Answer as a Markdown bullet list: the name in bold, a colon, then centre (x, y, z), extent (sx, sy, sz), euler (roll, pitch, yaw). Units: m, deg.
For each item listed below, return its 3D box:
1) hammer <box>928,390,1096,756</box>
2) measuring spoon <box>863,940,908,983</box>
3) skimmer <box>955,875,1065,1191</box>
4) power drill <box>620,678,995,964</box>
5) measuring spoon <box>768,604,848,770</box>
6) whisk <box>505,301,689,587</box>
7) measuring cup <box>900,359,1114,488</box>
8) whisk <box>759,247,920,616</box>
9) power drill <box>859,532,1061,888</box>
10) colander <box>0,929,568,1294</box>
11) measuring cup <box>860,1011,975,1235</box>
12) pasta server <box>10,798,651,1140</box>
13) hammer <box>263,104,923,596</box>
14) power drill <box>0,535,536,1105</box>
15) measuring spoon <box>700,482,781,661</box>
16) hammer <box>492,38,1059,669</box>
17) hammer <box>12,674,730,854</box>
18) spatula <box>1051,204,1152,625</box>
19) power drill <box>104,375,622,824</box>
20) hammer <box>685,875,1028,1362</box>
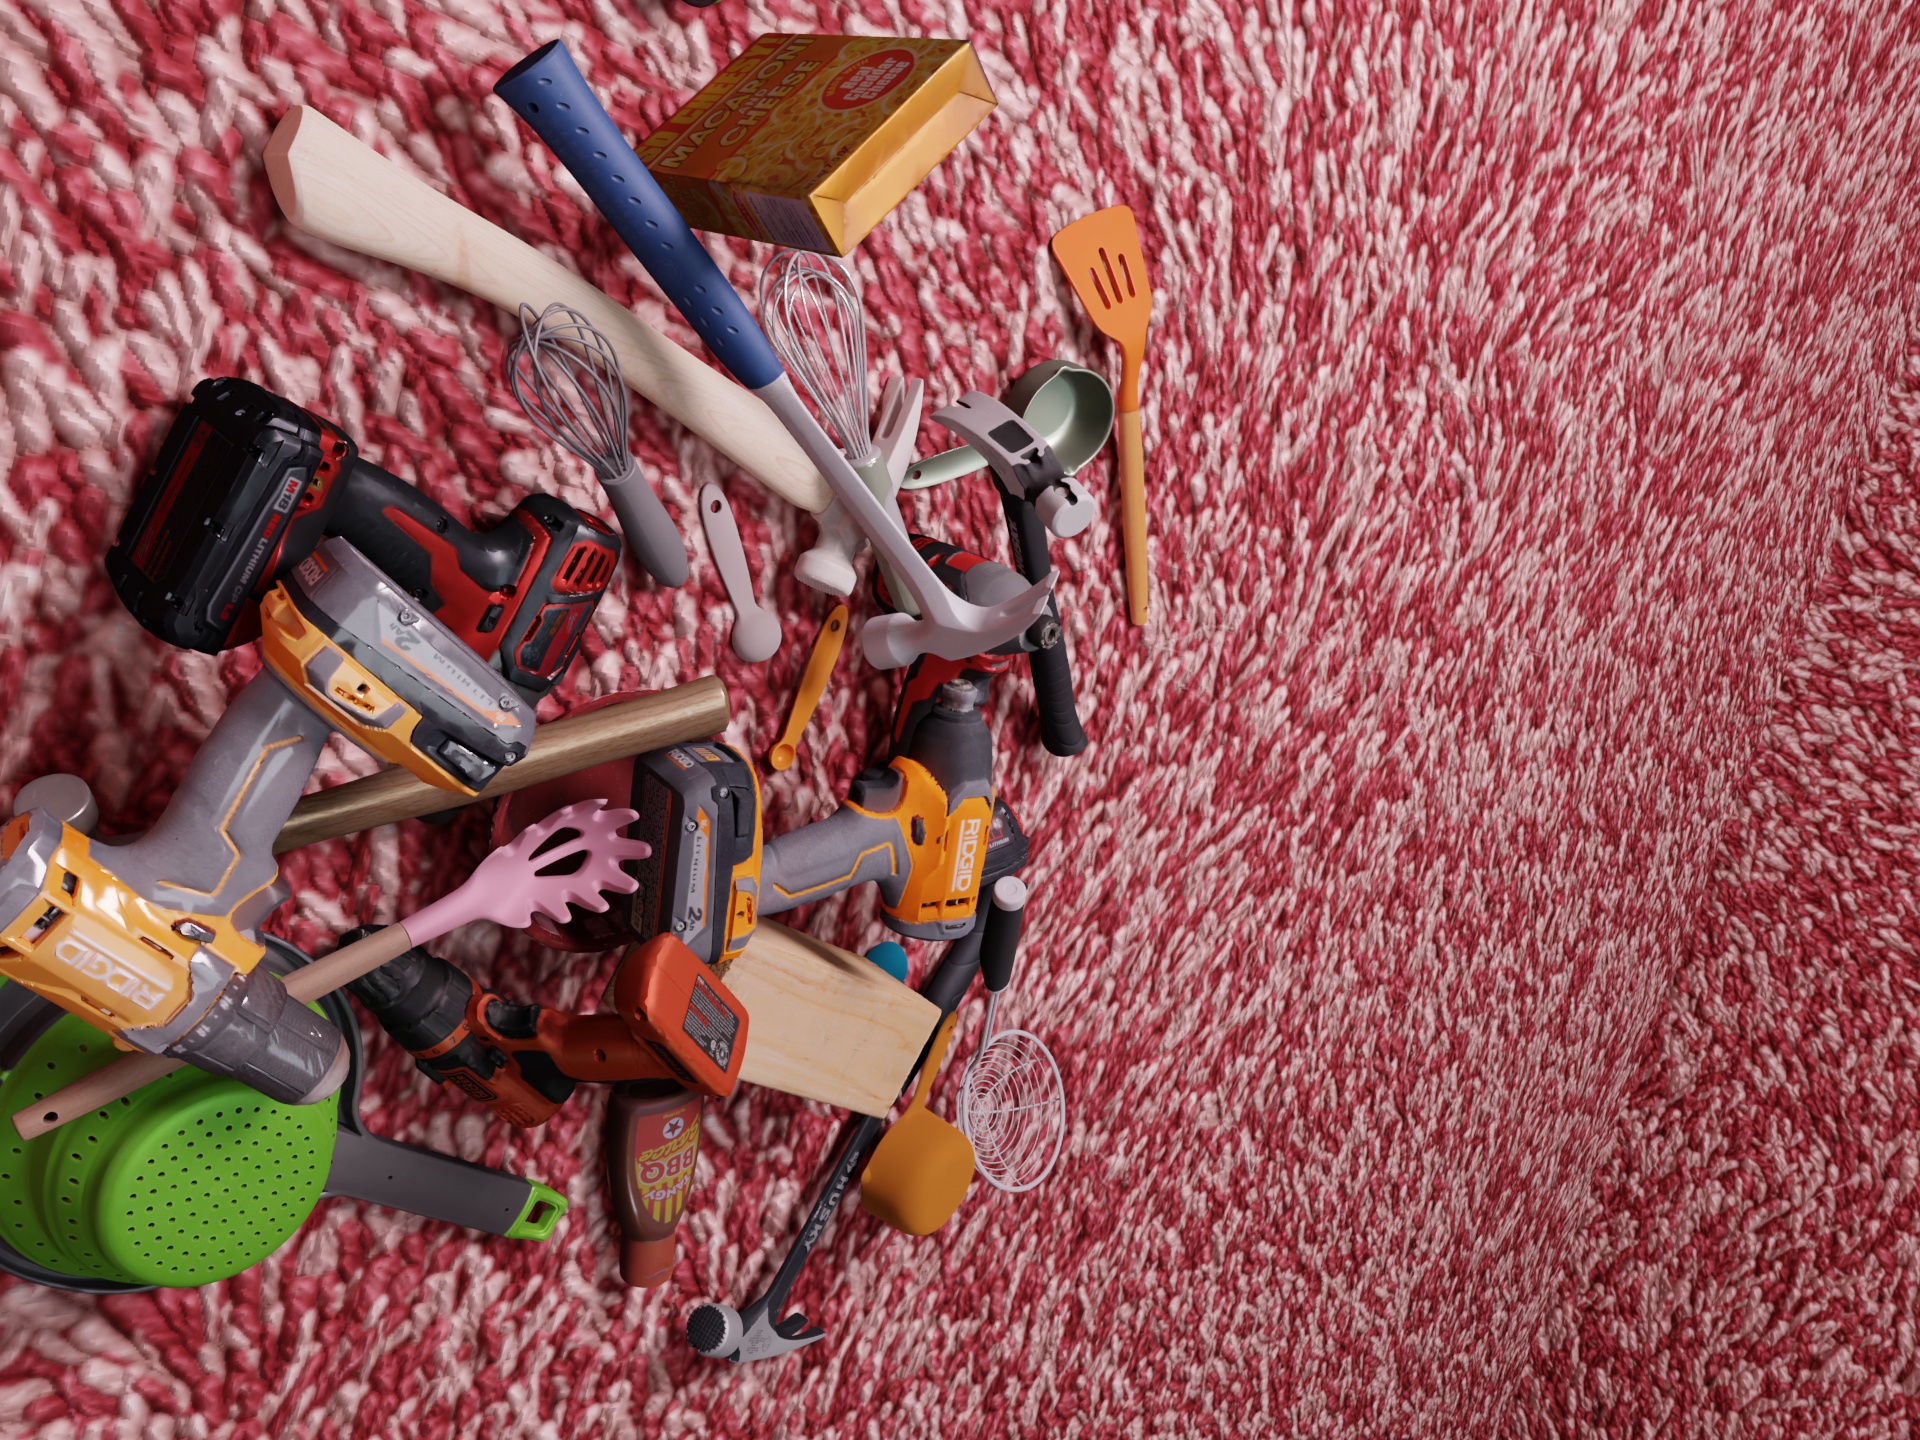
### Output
- **hammer**: centre (0.051, -0.081, 1.093), extent (0.035, 0.146, 0.334), euler (-31, 146, -11)
- **measuring spoon**: centre (-0.068, 0.227, 1.181), extent (0.042, 0.021, 0.128), euler (14, 98, -48)
- **skimmer**: centre (0.050, 0.234, 1.188), extent (0.363, 0.090, 0.127), euler (95, 18, -51)
- **power drill**: centre (-0.078, 0.057, 0.943), extent (0.226, 0.084, 0.164), euler (-3, 110, -35)
- **measuring spoon**: centre (-0.101, -0.023, 1.046), extent (0.021, 0.011, 0.117), euler (25, 86, -47)
- **whisk**: centre (-0.183, -0.135, 0.838), extent (0.055, 0.055, 0.238), euler (-51, 159, -16)
- **measuring cup**: centre (0.025, -0.195, 1.083), extent (0.167, 0.038, 0.083), euler (-22, 129, -18)
- **whisk**: centre (-0.060, -0.163, 0.937), extent (0.058, 0.059, 0.246), euler (-71, 150, -47)
- **power drill**: centre (-0.002, -0.003, 1.056), extent (0.078, 0.143, 0.219), euler (-16, 121, -44)
- **colander**: centre (-0.342, 0.247, 0.855), extent (0.396, 0.095, 0.204), euler (39, 79, -47)
- **measuring cup**: centre (-0.015, 0.305, 1.192), extent (0.095, 0.052, 0.173), euler (-2, 114, -57)
- **pasta server**: centre (-0.297, 0.120, 0.785), extent (0.316, 0.040, 0.060), euler (-28, 109, -35)
- **hammer**: centre (-0.174, -0.208, 0.862), extent (0.410, 0.038, 0.146), euler (27, 82, -47)
- **power drill**: centre (-0.293, 0.055, 0.705), extent (0.226, 0.084, 0.185), euler (-47, 125, -7)
- **measuring spoon**: centre (-0.134, -0.088, 0.973), extent (0.034, 0.018, 0.124), euler (-36, 129, -29)
- **hammer**: centre (-0.094, -0.177, 0.853), extent (0.405, 0.144, 0.035), euler (51, 47, -34)
- **hammer**: centre (-0.274, 0.037, 0.799), extent (0.331, 0.031, 0.130), euler (-17, 144, -23)
- **spatula**: centre (0.119, -0.211, 1.175), extent (0.081, 0.041, 0.322), euler (-33, 133, -31)
- **power drill**: centre (-0.291, -0.050, 0.789), extent (0.226, 0.080, 0.188), euler (23, 97, -52)
- **hammer**: centre (-0.058, 0.295, 1.204), extent (0.409, 0.036, 0.149), euler (-60, 149, -10)
